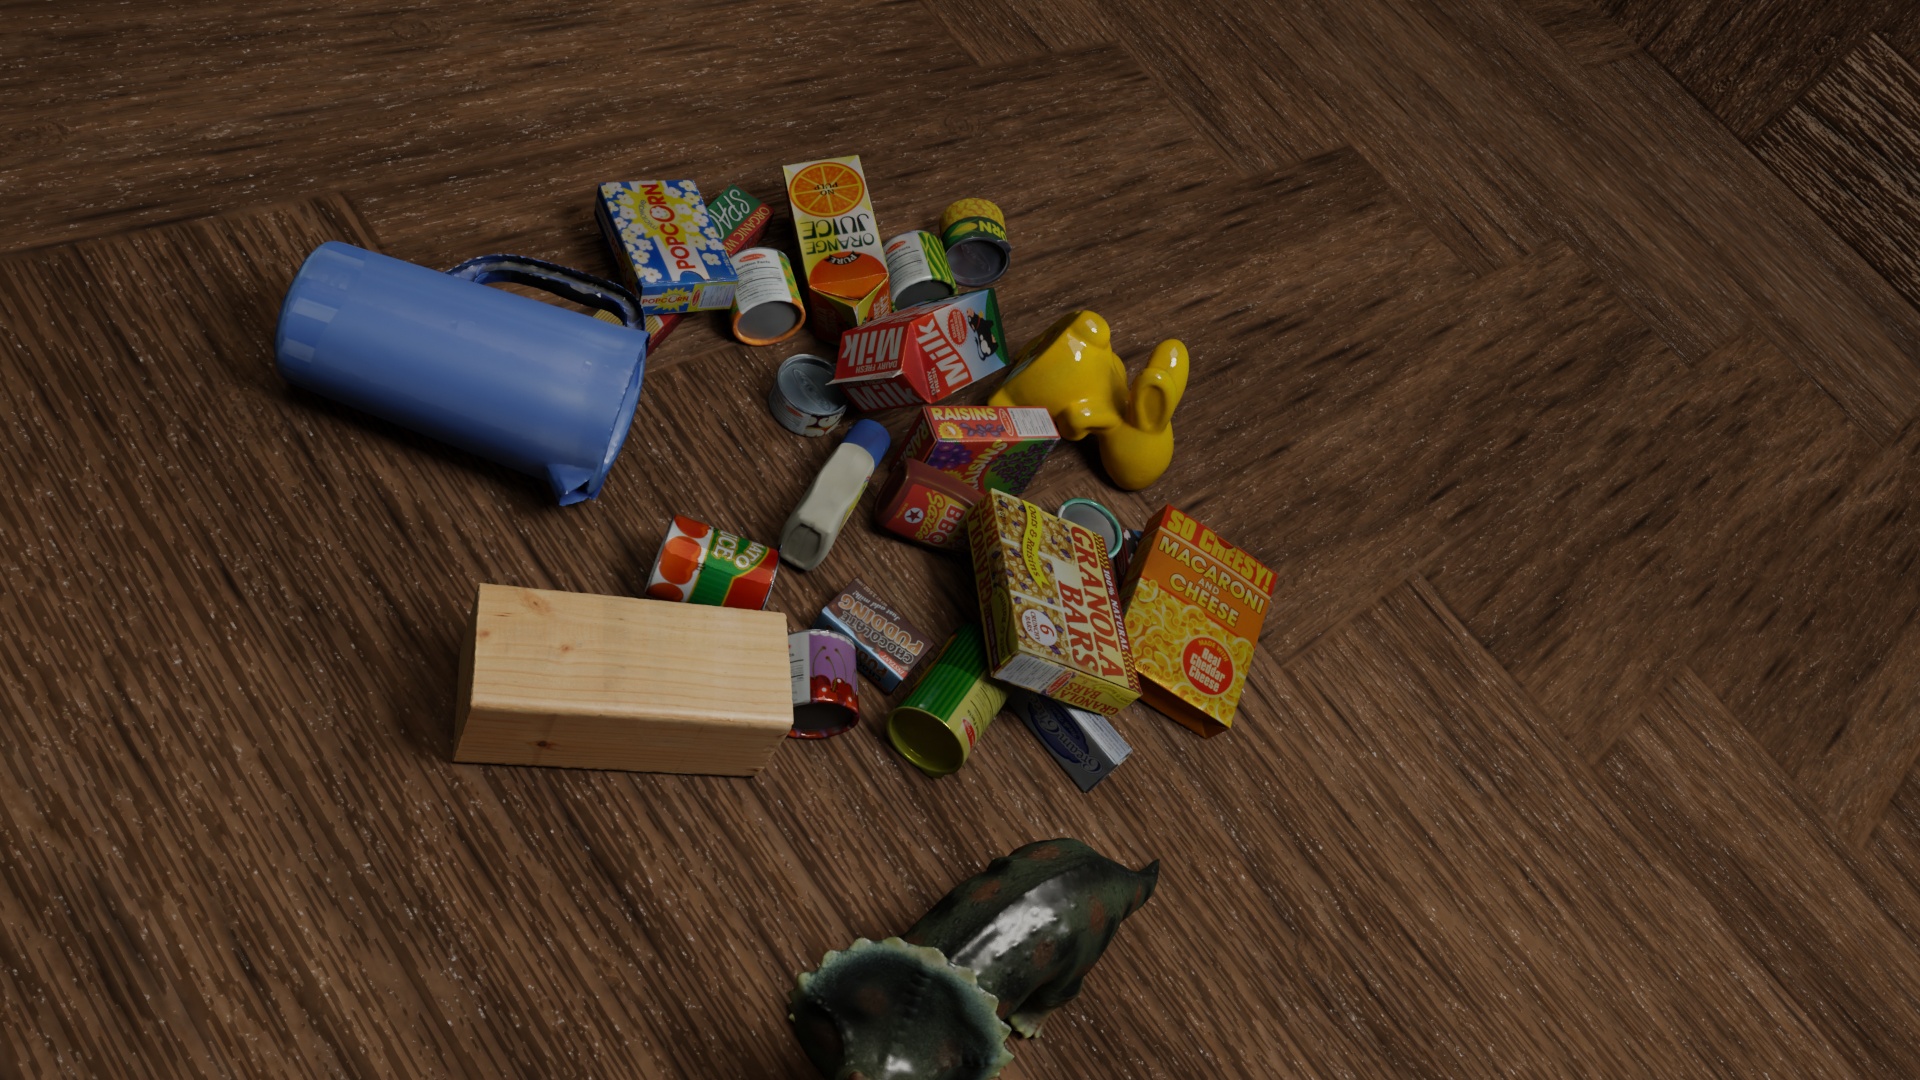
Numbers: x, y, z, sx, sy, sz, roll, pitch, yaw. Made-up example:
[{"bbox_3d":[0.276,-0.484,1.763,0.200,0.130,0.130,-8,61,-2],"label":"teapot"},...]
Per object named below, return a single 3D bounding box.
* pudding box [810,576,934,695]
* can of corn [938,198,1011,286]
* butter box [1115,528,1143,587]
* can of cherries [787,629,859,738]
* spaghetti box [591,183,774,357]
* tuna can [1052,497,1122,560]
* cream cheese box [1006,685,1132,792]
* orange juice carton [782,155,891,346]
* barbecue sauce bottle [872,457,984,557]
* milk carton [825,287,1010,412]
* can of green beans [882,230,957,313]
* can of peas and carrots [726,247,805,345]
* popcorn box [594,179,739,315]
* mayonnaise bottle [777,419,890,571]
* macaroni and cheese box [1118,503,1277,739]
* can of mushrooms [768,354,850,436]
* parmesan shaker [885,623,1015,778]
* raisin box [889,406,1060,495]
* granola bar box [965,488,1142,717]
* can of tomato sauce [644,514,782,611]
[{"bbox_3d":[-0.069,0.074,1.080,0.084,0.030,0.050,41,49,5],"label":"pudding box"},{"bbox_3d":[0.015,-0.295,1.368,0.071,0.070,0.058,10,52,-22],"label":"can of corn"},{"bbox_3d":[0.190,0.023,1.258,0.103,0.024,0.053,9,54,-22],"label":"butter box"},{"bbox_3d":[-0.105,0.106,1.013,0.071,0.071,0.058,8,54,-23],"label":"can of cherries"},{"bbox_3d":[-0.242,-0.233,1.213,0.050,0.028,0.251,32,48,-2],"label":"spaghetti box"},{"bbox_3d":[0.110,-0.003,1.229,0.071,0.032,0.071,14,52,-18],"label":"tuna can"},{"bbox_3d":[0.084,0.144,1.094,0.024,0.053,0.104,-31,75,-42],"label":"cream cheese box"},{"bbox_3d":[-0.108,-0.252,1.257,0.073,0.071,0.193,-11,60,-7],"label":"orange juice carton"},{"bbox_3d":[0.004,-0.015,1.165,0.148,0.064,0.044,23,31,-23],"label":"barbecue sauce bottle"},{"bbox_3d":[-0.036,-0.161,1.197,0.191,0.072,0.073,-34,115,-54],"label":"milk carton"},{"bbox_3d":[-0.041,-0.247,1.306,0.071,0.071,0.058,-1,58,-29],"label":"can of green beans"},{"bbox_3d":[-0.173,-0.210,1.211,0.071,0.070,0.059,-3,59,-30],"label":"can of peas and carrots"},{"bbox_3d":[-0.250,-0.250,1.174,0.085,0.038,0.127,-10,58,-30],"label":"popcorn box"},{"bbox_3d":[-0.099,-0.043,1.130,0.041,0.064,0.149,30,45,-3],"label":"mayonnaise bottle"},{"bbox_3d":[0.196,0.068,1.197,0.124,0.040,0.167,32,58,-10],"label":"macaroni and cheese box"},{"bbox_3d":[-0.128,-0.125,1.191,0.071,0.033,0.071,14,51,-18],"label":"can of mushrooms"},{"bbox_3d":[-0.003,0.121,1.060,0.071,0.071,0.103,38,47,1],"label":"parmesan shaker"},{"bbox_3d":[0.011,-0.075,1.194,0.124,0.085,0.040,-2,58,-29],"label":"raisin box"},{"bbox_3d":[0.072,0.048,1.096,0.124,0.039,0.166,22,40,-31],"label":"granola bar box"},{"bbox_3d":[-0.183,0.023,1.030,0.083,0.070,0.071,20,50,-13],"label":"can of tomato sauce"}]
